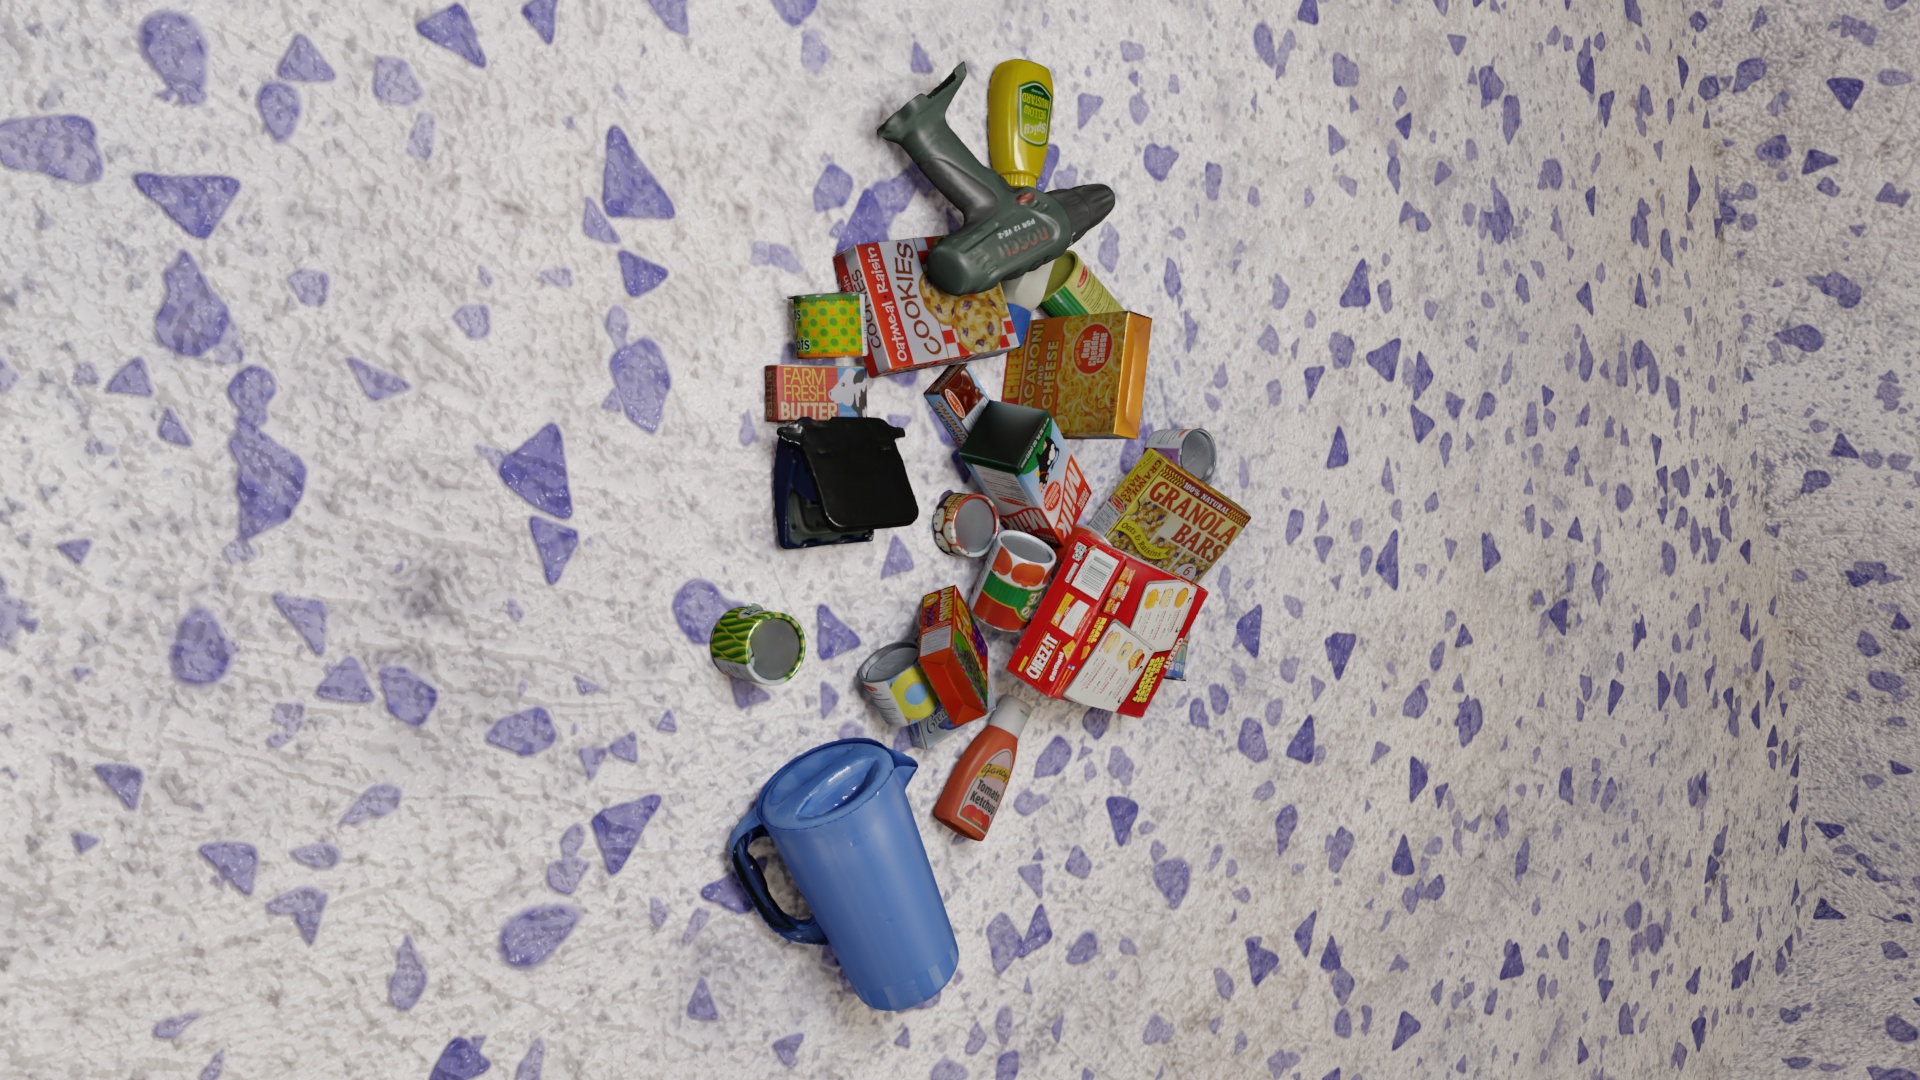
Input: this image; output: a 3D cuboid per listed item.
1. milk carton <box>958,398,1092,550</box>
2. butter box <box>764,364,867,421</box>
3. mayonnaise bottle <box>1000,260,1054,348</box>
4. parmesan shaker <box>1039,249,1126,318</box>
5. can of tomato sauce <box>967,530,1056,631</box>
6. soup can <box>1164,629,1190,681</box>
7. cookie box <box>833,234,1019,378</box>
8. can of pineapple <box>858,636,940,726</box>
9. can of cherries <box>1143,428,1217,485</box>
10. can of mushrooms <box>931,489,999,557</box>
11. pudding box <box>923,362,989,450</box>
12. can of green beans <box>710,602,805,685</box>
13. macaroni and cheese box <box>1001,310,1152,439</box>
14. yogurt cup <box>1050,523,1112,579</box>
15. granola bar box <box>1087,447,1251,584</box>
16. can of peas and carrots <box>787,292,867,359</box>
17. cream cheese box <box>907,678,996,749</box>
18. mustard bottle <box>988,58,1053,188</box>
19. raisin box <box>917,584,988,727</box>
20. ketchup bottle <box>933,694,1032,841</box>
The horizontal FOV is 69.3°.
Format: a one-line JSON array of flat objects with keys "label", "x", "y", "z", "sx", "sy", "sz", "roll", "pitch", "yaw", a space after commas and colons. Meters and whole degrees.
[{"label": "milk carton", "x": 0.076, "y": -0.057, "z": 1.433, "sx": 0.072, "sy": 0.073, "sz": 0.190, "roll": -61, "pitch": 145, "yaw": -21}, {"label": "butter box", "x": -0.134, "y": -0.137, "z": 1.296, "sx": 0.104, "sy": 0.024, "sz": 0.053, "roll": -5, "pitch": 95, "yaw": -41}, {"label": "mayonnaise bottle", "x": 0.068, "y": -0.274, "z": 1.441, "sx": 0.041, "sy": 0.064, "sz": 0.148, "roll": 21, "pitch": 82, "yaw": -27}, {"label": "parmesan shaker", "x": 0.126, "y": -0.250, "z": 1.489, "sx": 0.103, "sy": 0.071, "sz": 0.071, "roll": 42, "pitch": 66, "yaw": -35}, {"label": "can of tomato sauce", "x": 0.055, "y": 0.042, "z": 1.418, "sx": 0.071, "sy": 0.071, "sz": 0.082, "roll": -2, "pitch": 125, "yaw": -41}, {"label": "soup can", "x": 0.232, "y": 0.116, "z": 1.596, "sx": 0.071, "sy": 0.071, "sz": 0.084, "roll": 15, "pitch": 82, "yaw": -40}, {"label": "cookie box", "x": -0.032, "y": -0.231, "z": 1.354, "sx": 0.168, "sy": 0.040, "sz": 0.123, "roll": -16, "pitch": 89, "yaw": -39}, {"label": "can of pineapple", "x": -0.055, "y": 0.138, "z": 1.350, "sx": 0.071, "sy": 0.071, "sz": 0.057, "roll": -42, "pitch": 119, "yaw": -31}, {"label": "can of cherries", "x": 0.256, "y": -0.095, "z": 1.615, "sx": 0.071, "sy": 0.058, "sz": 0.071, "roll": -2, "pitch": 93, "yaw": -42}, {"label": "can of mushrooms", "x": 0.005, "y": -0.018, "z": 1.417, "sx": 0.071, "sy": 0.033, "sz": 0.071, "roll": -4, "pitch": 95, "yaw": -40}, {"label": "pudding box", "x": 0.005, "y": -0.134, "z": 1.414, "sx": 0.050, "sy": 0.030, "sz": 0.083, "roll": -50, "pitch": 122, "yaw": -26}, {"label": "can of green beans", "x": -0.181, "y": 0.094, "z": 1.245, "sx": 0.071, "sy": 0.058, "sz": 0.071, "roll": -3, "pitch": 94, "yaw": -41}, {"label": "macaroni and cheese box", "x": 0.115, "y": -0.165, "z": 1.417, "sx": 0.040, "sy": 0.166, "sz": 0.123, "roll": 10, "pitch": 86, "yaw": -41}, {"label": "yogurt cup", "x": 0.131, "y": 0.024, "z": 1.510, "sx": 0.054, "sy": 0.072, "sz": 0.072, "roll": -44, "pitch": 119, "yaw": -21}, {"label": "granola bar box", "x": 0.236, "y": -0.017, "z": 1.576, "sx": 0.165, "sy": 0.039, "sz": 0.124, "roll": 27, "pitch": 107, "yaw": -39}, {"label": "can of peas and carrots", "x": -0.122, "y": -0.197, "z": 1.278, "sx": 0.071, "sy": 0.071, "sz": 0.058, "roll": -9, "pitch": 99, "yaw": -40}, {"label": "cream cheese box", "x": -0.011, "y": 0.168, "z": 1.419, "sx": 0.104, "sy": 0.024, "sz": 0.053, "roll": -26, "pitch": 108, "yaw": -37}, {"label": "mustard bottle", "x": 0.061, "y": -0.411, "z": 1.435, "sx": 0.065, "sy": 0.049, "sz": 0.160, "roll": 2, "pitch": 91, "yaw": -38}, {"label": "raisin box", "x": -0.006, "y": 0.111, "z": 1.364, "sx": 0.124, "sy": 0.040, "sz": 0.086, "roll": -87, "pitch": 152, "yaw": -62}, {"label": "ketchup bottle", "x": 0.028, "y": 0.233, "z": 1.443, "sx": 0.064, "sy": 0.043, "sz": 0.149, "roll": 42, "pitch": 65, "yaw": -36}]
